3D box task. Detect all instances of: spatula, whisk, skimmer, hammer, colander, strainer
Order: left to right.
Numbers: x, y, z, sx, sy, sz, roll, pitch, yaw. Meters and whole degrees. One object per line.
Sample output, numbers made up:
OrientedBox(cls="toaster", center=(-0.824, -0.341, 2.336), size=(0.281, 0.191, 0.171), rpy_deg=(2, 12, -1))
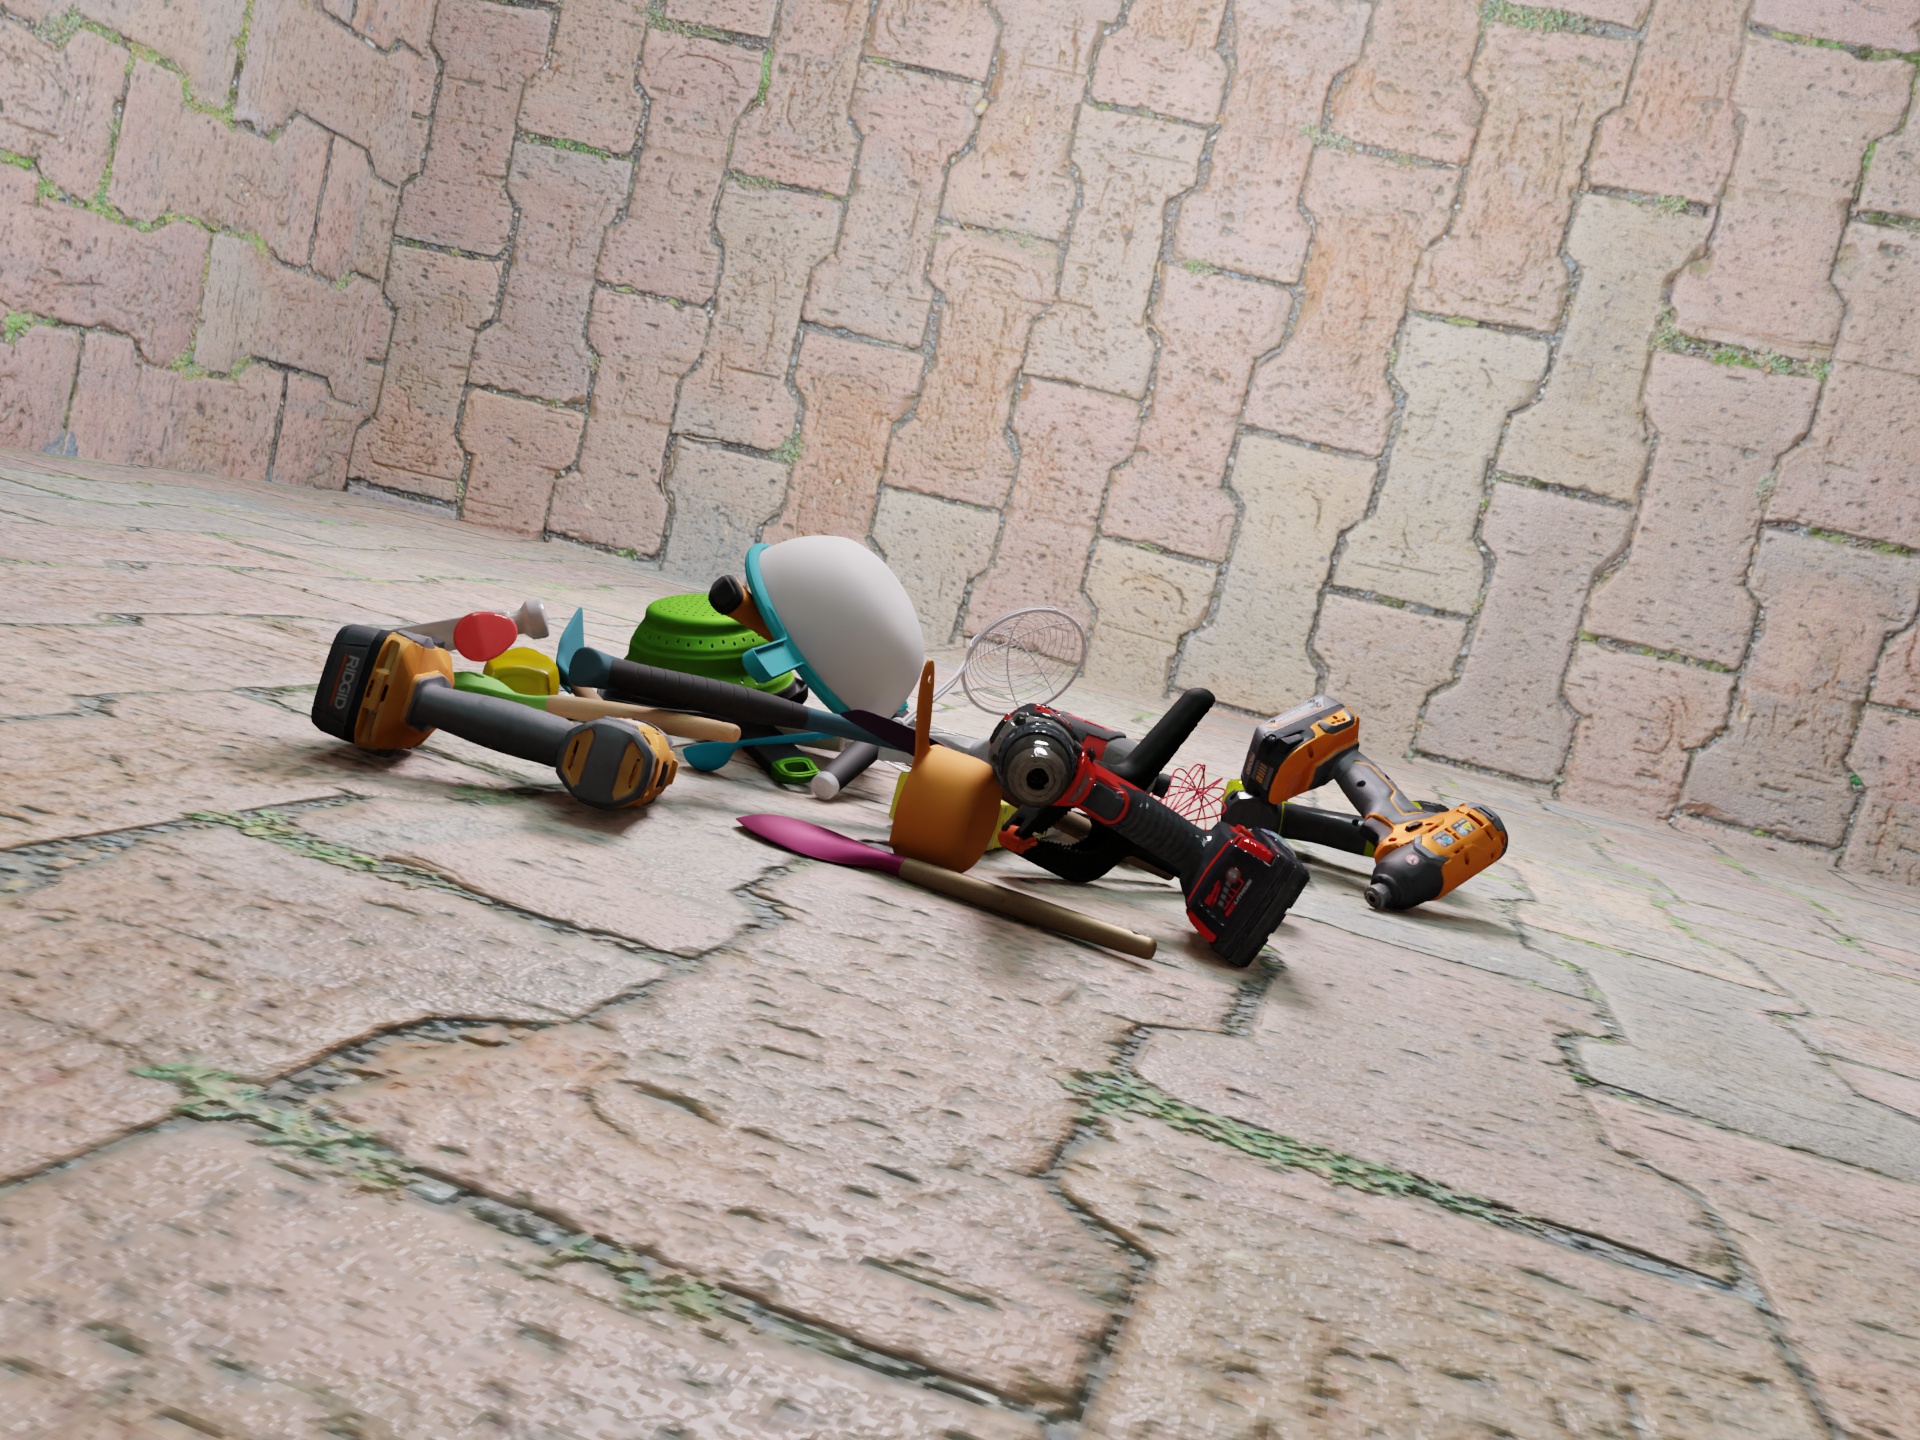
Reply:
OrientedBox(cls="hammer", center=(-0.416, -0.071, 1.330), size=(0.143, 0.038, 0.386), rpy_deg=(-12, 7, -14))
OrientedBox(cls="spatula", center=(-0.330, -0.027, 1.443), size=(0.044, 0.082, 0.318), rpy_deg=(-5, 19, -24))
OrientedBox(cls="colander", center=(-0.213, -0.043, 1.473), size=(0.204, 0.094, 0.397), rpy_deg=(-6, 20, -26))
OrientedBox(cls="hammer", center=(-0.134, -0.006, 1.225), size=(0.330, 0.033, 0.128), rpy_deg=(14, -5, -24))
OrientedBox(cls="hammer", center=(-0.137, -0.058, 1.514), size=(0.127, 0.034, 0.336), rpy_deg=(55, 9, 27))
OrientedBox(cls="strainer", center=(-0.106, -0.086, 1.386), size=(0.211, 0.095, 0.340), rpy_deg=(56, 12, -2))
OrientedBox(cls="whisk", center=(-0.104, 0.019, 1.521), size=(0.246, 0.059, 0.058), rpy_deg=(10, 34, 4))
OrientedBox(cls="skimmer", center=(-0.002, -0.005, 1.430), size=(0.090, 0.127, 0.363), rpy_deg=(29, 36, 16))
OrientedBox(cls="spatula", center=(0.047, 0.059, 1.221), size=(0.315, 0.018, 0.060), rpy_deg=(28, -18, -26))
OrientedBox(cls="whisk", center=(0.190, 0.090, 1.450), size=(0.073, 0.073, 0.296), rpy_deg=(15, 13, 18))

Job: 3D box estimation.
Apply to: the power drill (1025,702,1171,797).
OrientedBox(cls="power drill", center=(0.113, 0.038, 1.447), size=(0.143, 0.078, 0.219), rpy_deg=(20, -3, 2))

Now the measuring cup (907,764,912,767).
OrientedBox(cls="measuring cup", center=(0.007, 0.054, 1.568), size=(0.156, 0.029, 0.062), rpy_deg=(26, 11, 10))

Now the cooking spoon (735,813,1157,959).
OrientedBox(cls="cooking spoon", center=(-0.016, 0.106, 1.072), size=(0.319, 0.017, 0.068), rpy_deg=(16, 6, 26))

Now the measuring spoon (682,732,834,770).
OrientedBox(cls="measuring spoon", center=(-0.163, 0.026, 1.305), size=(0.128, 0.021, 0.042), rpy_deg=(-6, -9, -3))

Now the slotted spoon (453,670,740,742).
OrientedBox(cls="slotted spoon", center=(-0.297, -0.009, 1.237), size=(0.314, 0.031, 0.070), rpy_deg=(8, -10, 30))

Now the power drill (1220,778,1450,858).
OrientedBox(cls="power drill", center=(0.376, 0.105, 1.615), size=(0.223, 0.080, 0.171), rpy_deg=(11, 7, 9))

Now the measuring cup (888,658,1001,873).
OrientedBox(cls="measuring cup", center=(-0.005, 0.034, 1.103), size=(0.052, 0.173, 0.095), rpy_deg=(19, 42, 19))

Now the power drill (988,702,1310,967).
OrientedBox(cls="power drill", center=(0.117, 0.069, 1.070), size=(0.226, 0.080, 0.188), rpy_deg=(33, 6, -2))

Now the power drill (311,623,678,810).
OrientedBox(cls="power drill", center=(-0.307, 0.004, 1.106), size=(0.226, 0.084, 0.185), rpy_deg=(17, -1, -1))

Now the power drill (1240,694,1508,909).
OrientedBox(cls="power drill", center=(0.371, 0.083, 1.477), size=(0.164, 0.084, 0.227), rpy_deg=(-24, 50, -33))
